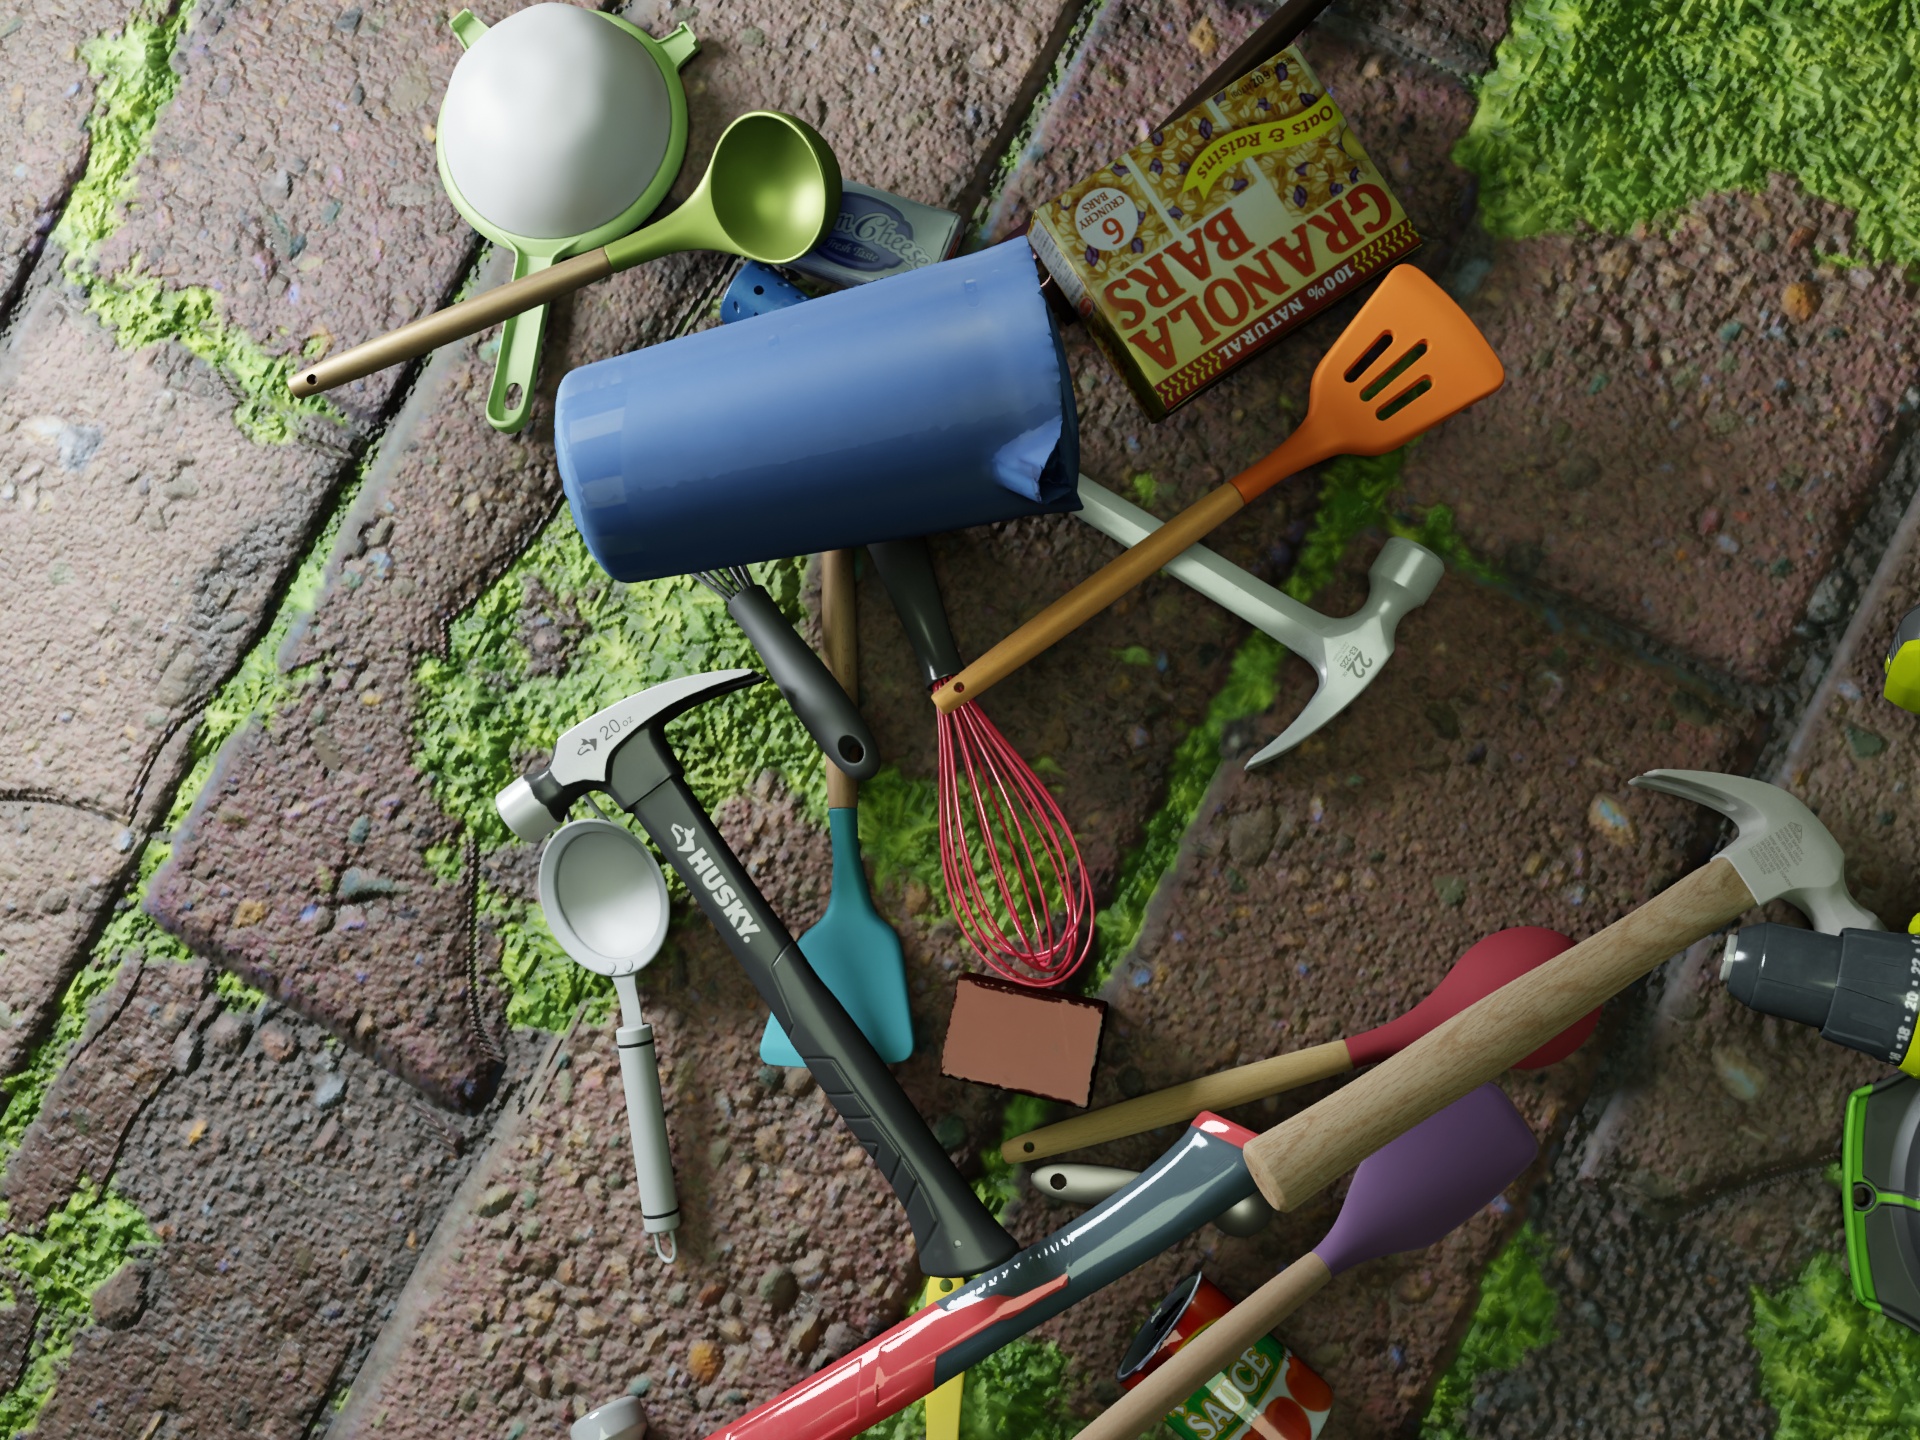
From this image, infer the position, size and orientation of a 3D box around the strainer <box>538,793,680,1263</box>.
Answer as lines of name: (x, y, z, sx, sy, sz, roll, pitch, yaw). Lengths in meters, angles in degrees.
strainer: (-0.174, 0.159, 0.843, 0.087, 0.050, 0.258, -10, 88, 29)

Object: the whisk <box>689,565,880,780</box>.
whisk: (-0.115, -0.062, 0.842, 0.055, 0.055, 0.239, -38, 74, 2)

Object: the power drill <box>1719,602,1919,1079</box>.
power drill: (0.465, 0.057, 0.720, 0.191, 0.080, 0.229, 13, 71, 25)

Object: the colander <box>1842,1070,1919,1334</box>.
colander: (0.619, 0.227, 0.704, 0.397, 0.094, 0.204, 0, 84, 8)

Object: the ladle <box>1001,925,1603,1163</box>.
ladle: (0.171, 0.175, 0.804, 0.315, 0.031, 0.069, -18, 79, 7)

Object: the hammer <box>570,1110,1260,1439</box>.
hammer: (-0.004, 0.322, 0.783, 0.386, 0.038, 0.143, -32, 67, 4)

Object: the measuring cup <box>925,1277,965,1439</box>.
measuring cup: (-0.010, 0.353, 0.804, 0.062, 0.029, 0.156, 1, 83, 7)

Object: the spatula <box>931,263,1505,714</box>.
spatula: (0.118, -0.103, 0.795, 0.322, 0.041, 0.081, -36, 79, -2)

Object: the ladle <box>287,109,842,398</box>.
ladle: (-0.214, -0.237, 0.847, 0.320, 0.062, 0.078, -22, 100, 2)

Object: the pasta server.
pasta server: (0.126, -0.327, 0.867, 0.316, 0.040, 0.060, -44, 80, -3)

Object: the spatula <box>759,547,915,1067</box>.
spatula: (-0.064, 0.020, 0.842, 0.082, 0.044, 0.317, -4, 82, 14)

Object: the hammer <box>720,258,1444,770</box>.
hammer: (0.043, -0.126, 0.848, 0.405, 0.035, 0.144, 33, 88, 10)

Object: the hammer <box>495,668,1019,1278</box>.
hammer: (-0.080, 0.127, 0.783, 0.146, 0.035, 0.335, -37, 82, 2)

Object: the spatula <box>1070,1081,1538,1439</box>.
spatula: (0.149, 0.269, 0.748, 0.316, 0.018, 0.060, -31, 80, -19)

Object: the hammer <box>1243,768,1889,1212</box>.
hammer: (0.279, 0.131, 0.758, 0.331, 0.031, 0.130, -28, 78, -10)

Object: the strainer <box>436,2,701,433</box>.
strainer: (-0.242, -0.292, 0.886, 0.151, 0.069, 0.256, 7, 83, 8)

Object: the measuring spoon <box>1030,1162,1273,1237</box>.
measuring spoon: (0.097, 0.241, 0.808, 0.124, 0.018, 0.034, 4, 84, 9)

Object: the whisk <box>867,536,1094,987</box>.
whisk: (-0.001, -0.003, 0.831, 0.073, 0.073, 0.296, -21, 75, 5)
